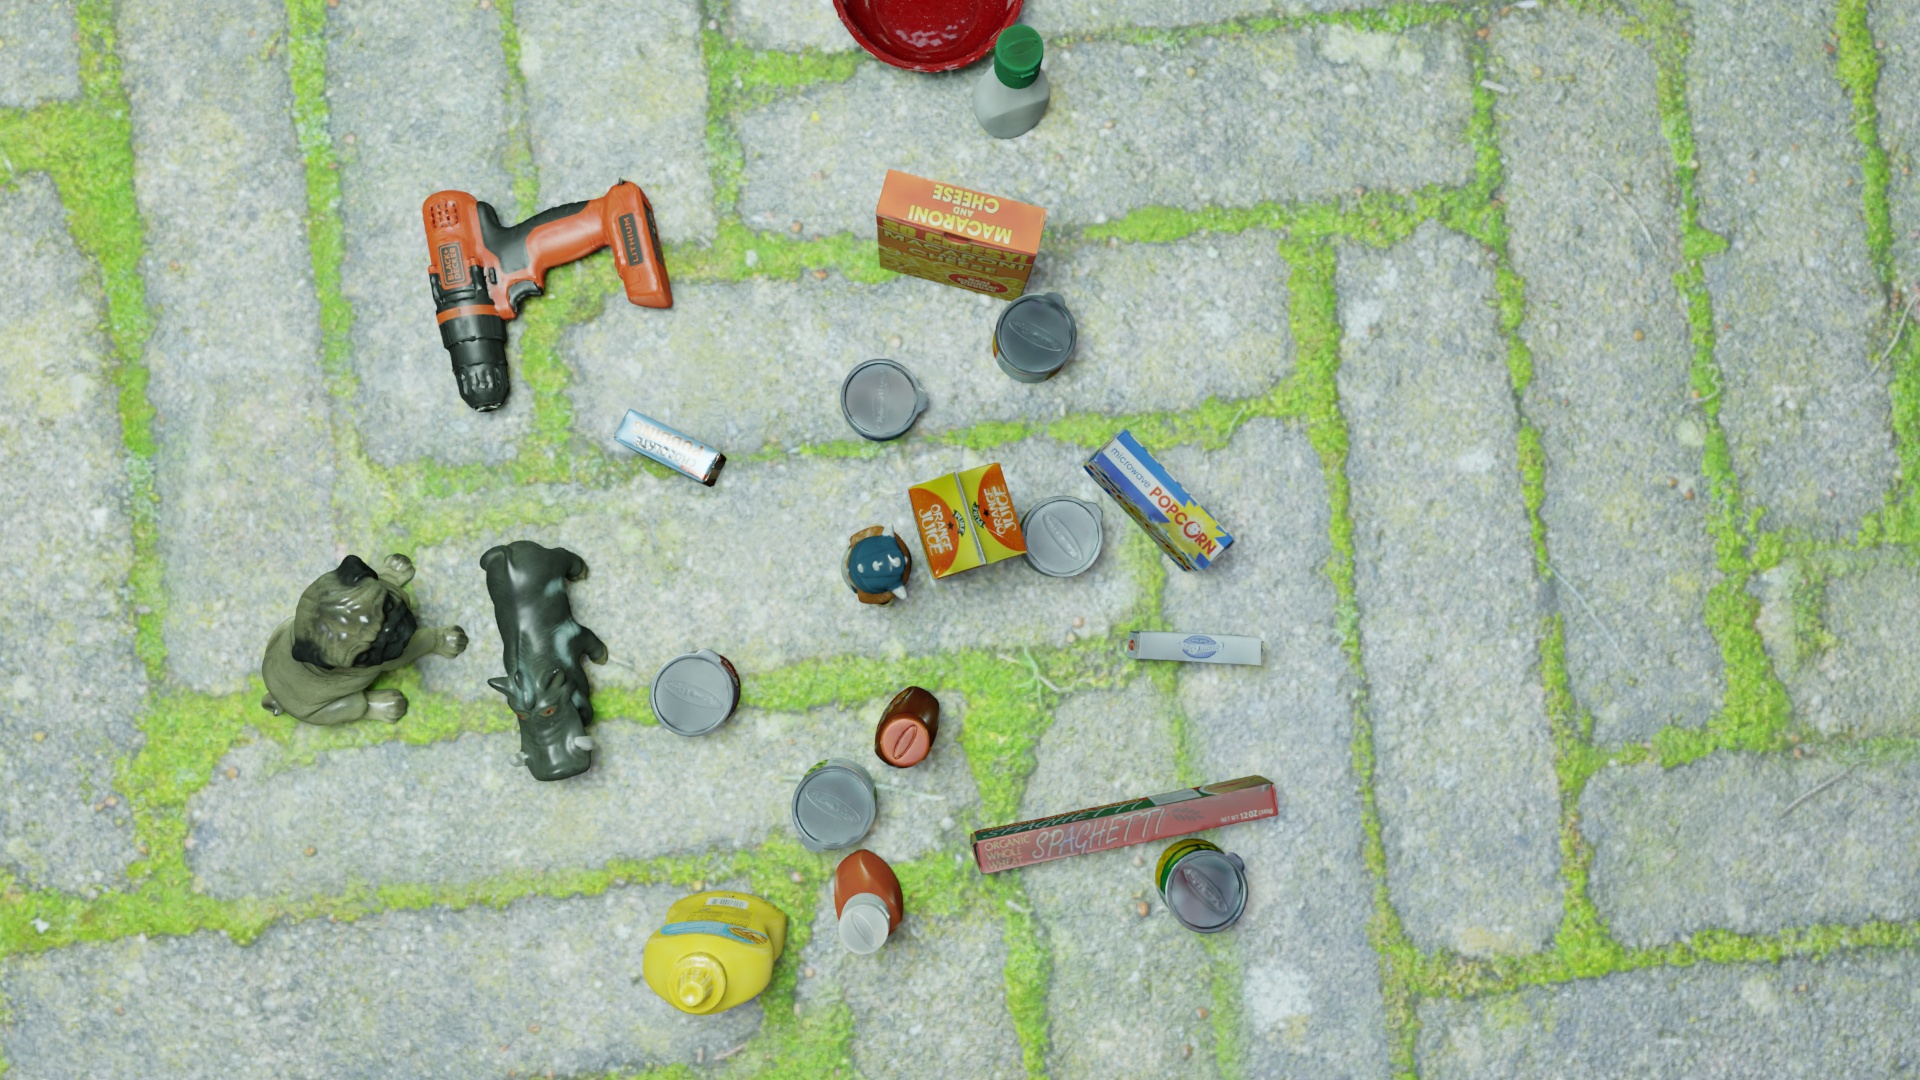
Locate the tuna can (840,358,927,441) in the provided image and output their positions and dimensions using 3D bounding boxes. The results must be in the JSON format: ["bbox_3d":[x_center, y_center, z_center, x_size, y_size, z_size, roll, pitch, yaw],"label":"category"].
[{"bbox_3d":[-0.063,-0.116,1.152,0.071,0.033,0.071,0,88,-2],"label":"tuna can"}]

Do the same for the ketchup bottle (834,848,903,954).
[{"bbox_3d":[-0.072,0.283,1.076,0.043,0.149,0.064,-35,90,-3],"label":"ketchup bottle"}]

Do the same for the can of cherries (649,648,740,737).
[{"bbox_3d":[-0.212,0.120,1.124,0.071,0.058,0.071,0,88,-2],"label":"can of cherries"}]

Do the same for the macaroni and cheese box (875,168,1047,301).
[{"bbox_3d":[-0.002,-0.235,1.093,0.124,0.166,0.040,14,88,-1],"label":"macaroni and cheese box"}]

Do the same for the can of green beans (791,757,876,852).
[{"bbox_3d":[-0.101,0.212,1.124,0.071,0.058,0.071,0,88,-2],"label":"can of green beans"}]

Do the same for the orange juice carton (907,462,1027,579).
[{"bbox_3d":[0.004,-0.013,1.070,0.073,0.192,0.072,-16,89,-2],"label":"orange juice carton"}]

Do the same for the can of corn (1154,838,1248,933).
[{"bbox_3d":[0.197,0.278,1.131,0.071,0.058,0.071,0,88,-2],"label":"can of corn"}]

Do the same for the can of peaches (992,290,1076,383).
[{"bbox_3d":[0.061,-0.167,1.146,0.071,0.058,0.071,0,88,-2],"label":"can of peaches"}]

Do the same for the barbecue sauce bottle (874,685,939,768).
[{"bbox_3d":[-0.042,0.149,1.083,0.044,0.148,0.065,32,87,-1],"label":"barbecue sauce bottle"}]

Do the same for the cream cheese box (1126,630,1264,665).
[{"bbox_3d":[0.192,0.088,1.142,0.104,0.053,0.024,3,88,-2],"label":"cream cheese box"}]

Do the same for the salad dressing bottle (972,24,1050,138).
[{"bbox_3d":[0.043,-0.366,1.109,0.064,0.147,0.044,-20,89,-2],"label":"salad dressing bottle"}]

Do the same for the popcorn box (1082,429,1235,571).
[{"bbox_3d":[0.159,-0.031,1.130,0.038,0.085,0.126,-44,90,-3],"label":"popcorn box"}]

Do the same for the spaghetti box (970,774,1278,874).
[{"bbox_3d":[0.132,0.231,1.135,0.250,0.050,0.028,-11,88,-2],"label":"spaghetti box"}]

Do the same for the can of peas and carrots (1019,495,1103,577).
[{"bbox_3d":[0.083,-0.004,1.139,0.071,0.058,0.071,0,88,-2],"label":"can of peas and carrots"}]

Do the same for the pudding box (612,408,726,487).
[{"bbox_3d":[-0.237,-0.075,1.136,0.084,0.049,0.030,26,87,-1],"label":"pudding box"}]
